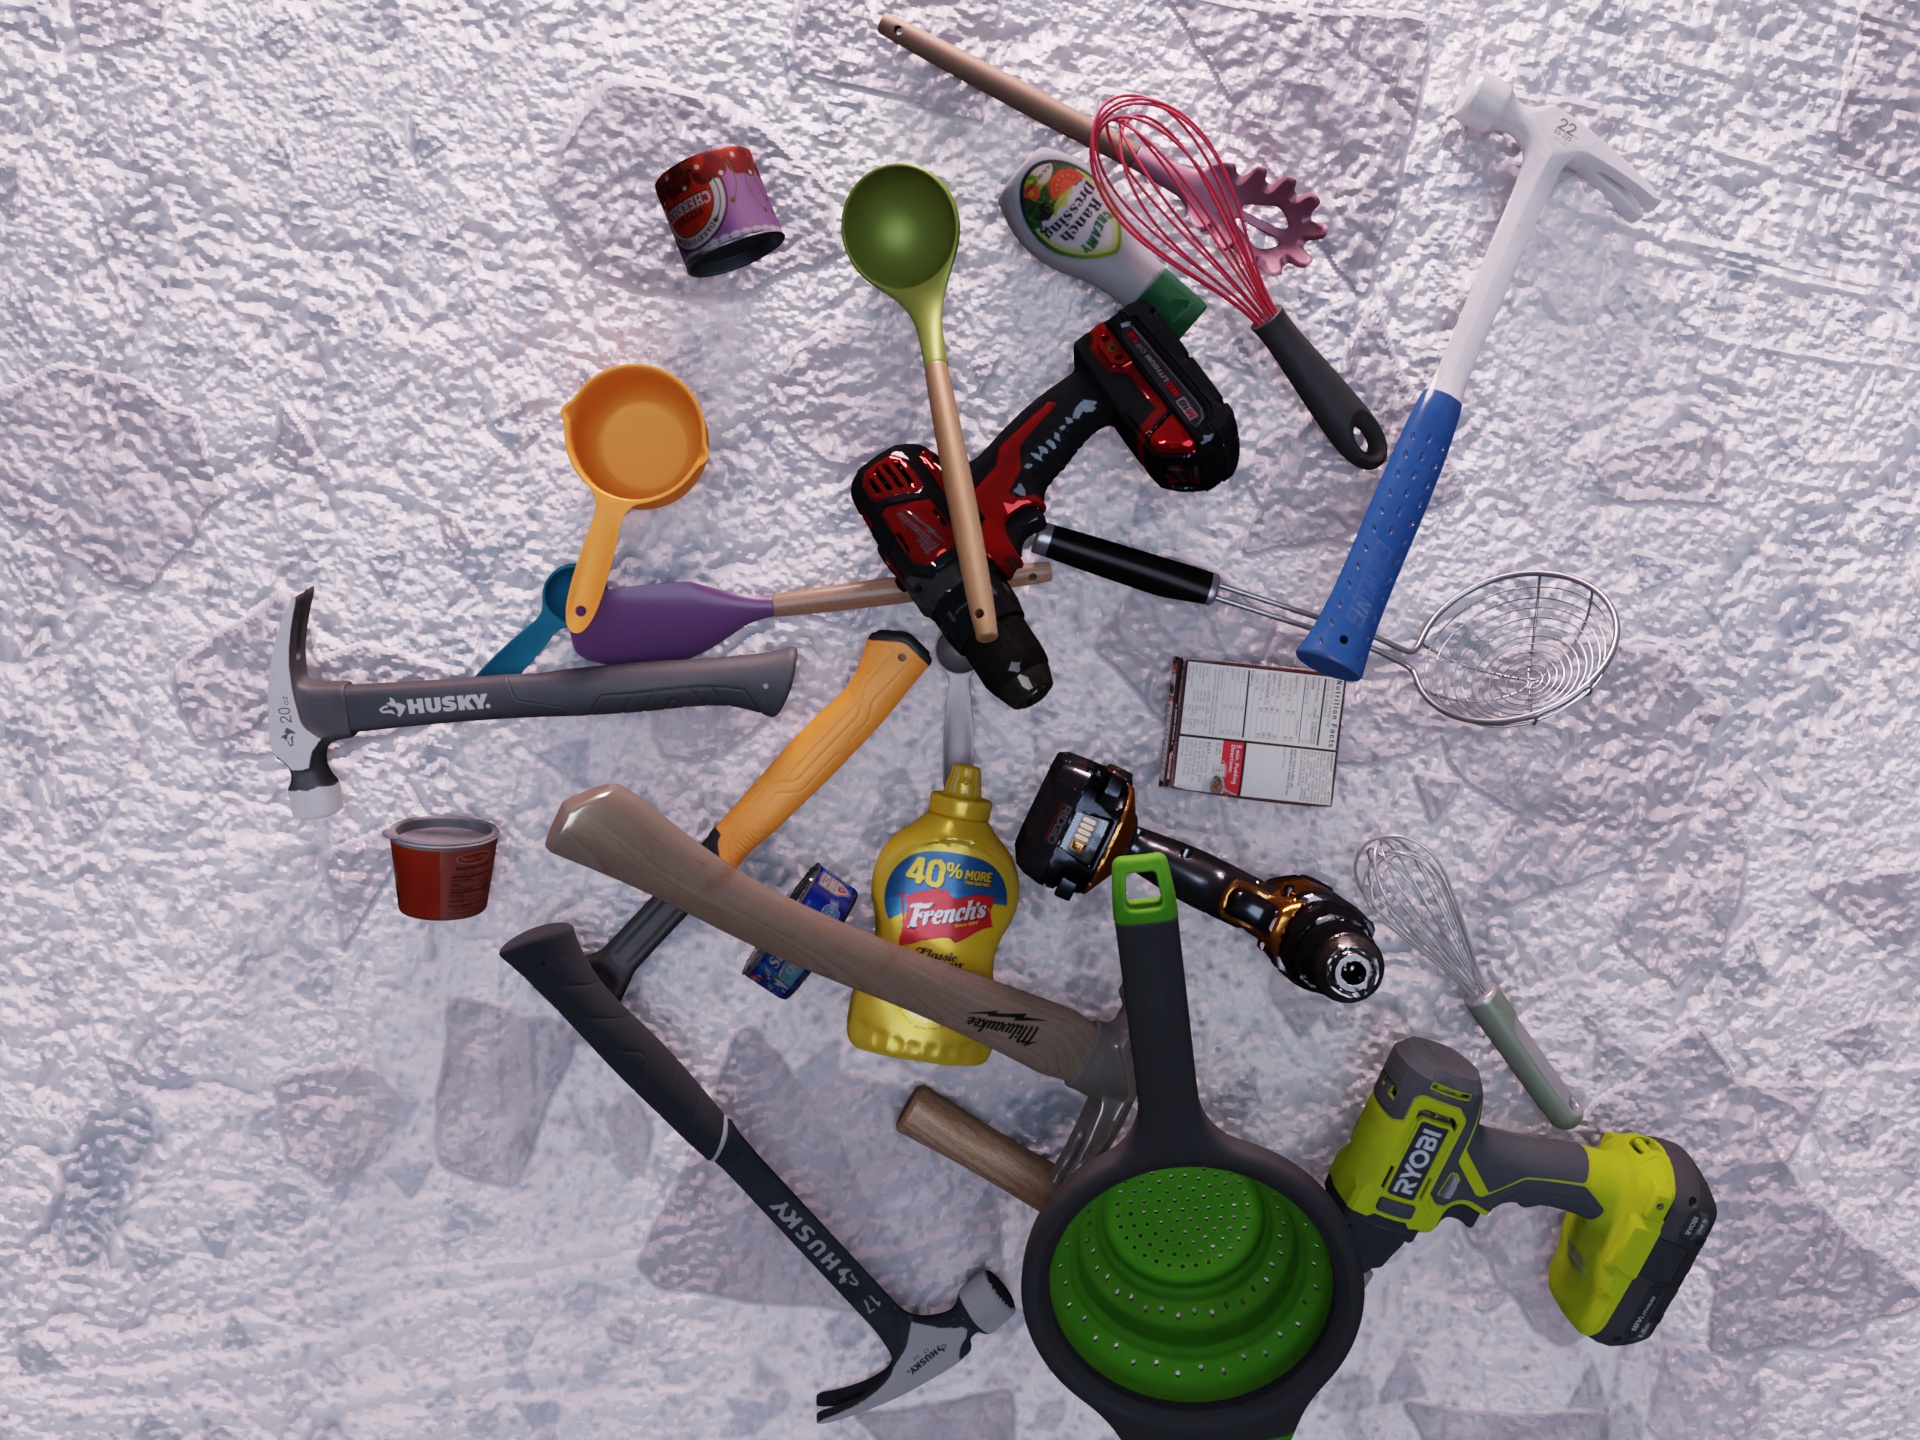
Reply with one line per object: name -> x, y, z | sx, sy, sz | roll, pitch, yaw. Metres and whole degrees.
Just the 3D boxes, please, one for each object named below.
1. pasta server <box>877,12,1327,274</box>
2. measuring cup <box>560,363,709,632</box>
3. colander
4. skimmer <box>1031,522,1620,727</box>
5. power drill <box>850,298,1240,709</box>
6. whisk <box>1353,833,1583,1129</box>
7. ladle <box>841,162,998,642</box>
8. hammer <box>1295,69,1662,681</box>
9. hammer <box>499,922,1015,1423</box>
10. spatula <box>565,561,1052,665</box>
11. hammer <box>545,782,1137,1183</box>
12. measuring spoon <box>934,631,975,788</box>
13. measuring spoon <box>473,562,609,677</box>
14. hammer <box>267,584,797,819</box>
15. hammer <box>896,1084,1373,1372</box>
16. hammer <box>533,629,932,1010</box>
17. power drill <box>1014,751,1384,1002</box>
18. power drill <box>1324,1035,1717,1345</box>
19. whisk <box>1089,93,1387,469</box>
pasta server -> 0.089, -0.376, 1.021 | 0.316, 0.040, 0.060 | 27, 103, -2
measuring cup -> -0.216, -0.138, 1.012 | 0.095, 0.052, 0.173 | 17, 90, -3
colander -> 0.130, 0.254, 0.970 | 0.204, 0.094, 0.397 | -7, 106, 6
skimmer -> 0.227, -0.084, 1.016 | 0.363, 0.090, 0.127 | 17, 55, 0
power drill -> 0.064, -0.132, 0.992 | 0.226, 0.080, 0.188 | -33, 73, 2
whisk -> 0.342, 0.175, 1.058 | 0.059, 0.058, 0.246 | -31, 100, 34
ladle -> -0.016, -0.197, 0.962 | 0.078, 0.062, 0.320 | -18, 67, 21
hammer -> 0.313, -0.209, 1.000 | 0.144, 0.035, 0.405 | 26, 79, -4
hammer -> -0.146, 0.286, 1.025 | 0.149, 0.036, 0.408 | -40, 102, 2
spatula -> -0.096, -0.076, 1.039 | 0.316, 0.018, 0.059 | -8, 119, -3
hammer -> -0.062, 0.155, 0.968 | 0.410, 0.038, 0.146 | 27, 87, -20
measuring spoon -> -0.002, -0.003, 1.053 | 0.034, 0.018, 0.124 | 1, 100, -4
measuring spoon -> -0.280, -0.055, 1.038 | 0.128, 0.021, 0.042 | -43, 116, 9
hammer -> -0.271, -0.022, 1.015 | 0.334, 0.035, 0.146 | -4, 106, -2
hammer -> 0.104, 0.343, 1.065 | 0.331, 0.031, 0.130 | 31, 91, -3
hammer -> -0.136, 0.077, 1.040 | 0.127, 0.034, 0.337 | 43, 91, -3
power drill -> 0.150, 0.103, 0.979 | 0.226, 0.185, 0.084 | 25, 94, 0
power drill -> 0.352, 0.316, 1.033 | 0.223, 0.080, 0.171 | 19, 104, -8
whisk -> 0.180, -0.267, 0.997 | 0.073, 0.073, 0.295 | -44, 111, 1
